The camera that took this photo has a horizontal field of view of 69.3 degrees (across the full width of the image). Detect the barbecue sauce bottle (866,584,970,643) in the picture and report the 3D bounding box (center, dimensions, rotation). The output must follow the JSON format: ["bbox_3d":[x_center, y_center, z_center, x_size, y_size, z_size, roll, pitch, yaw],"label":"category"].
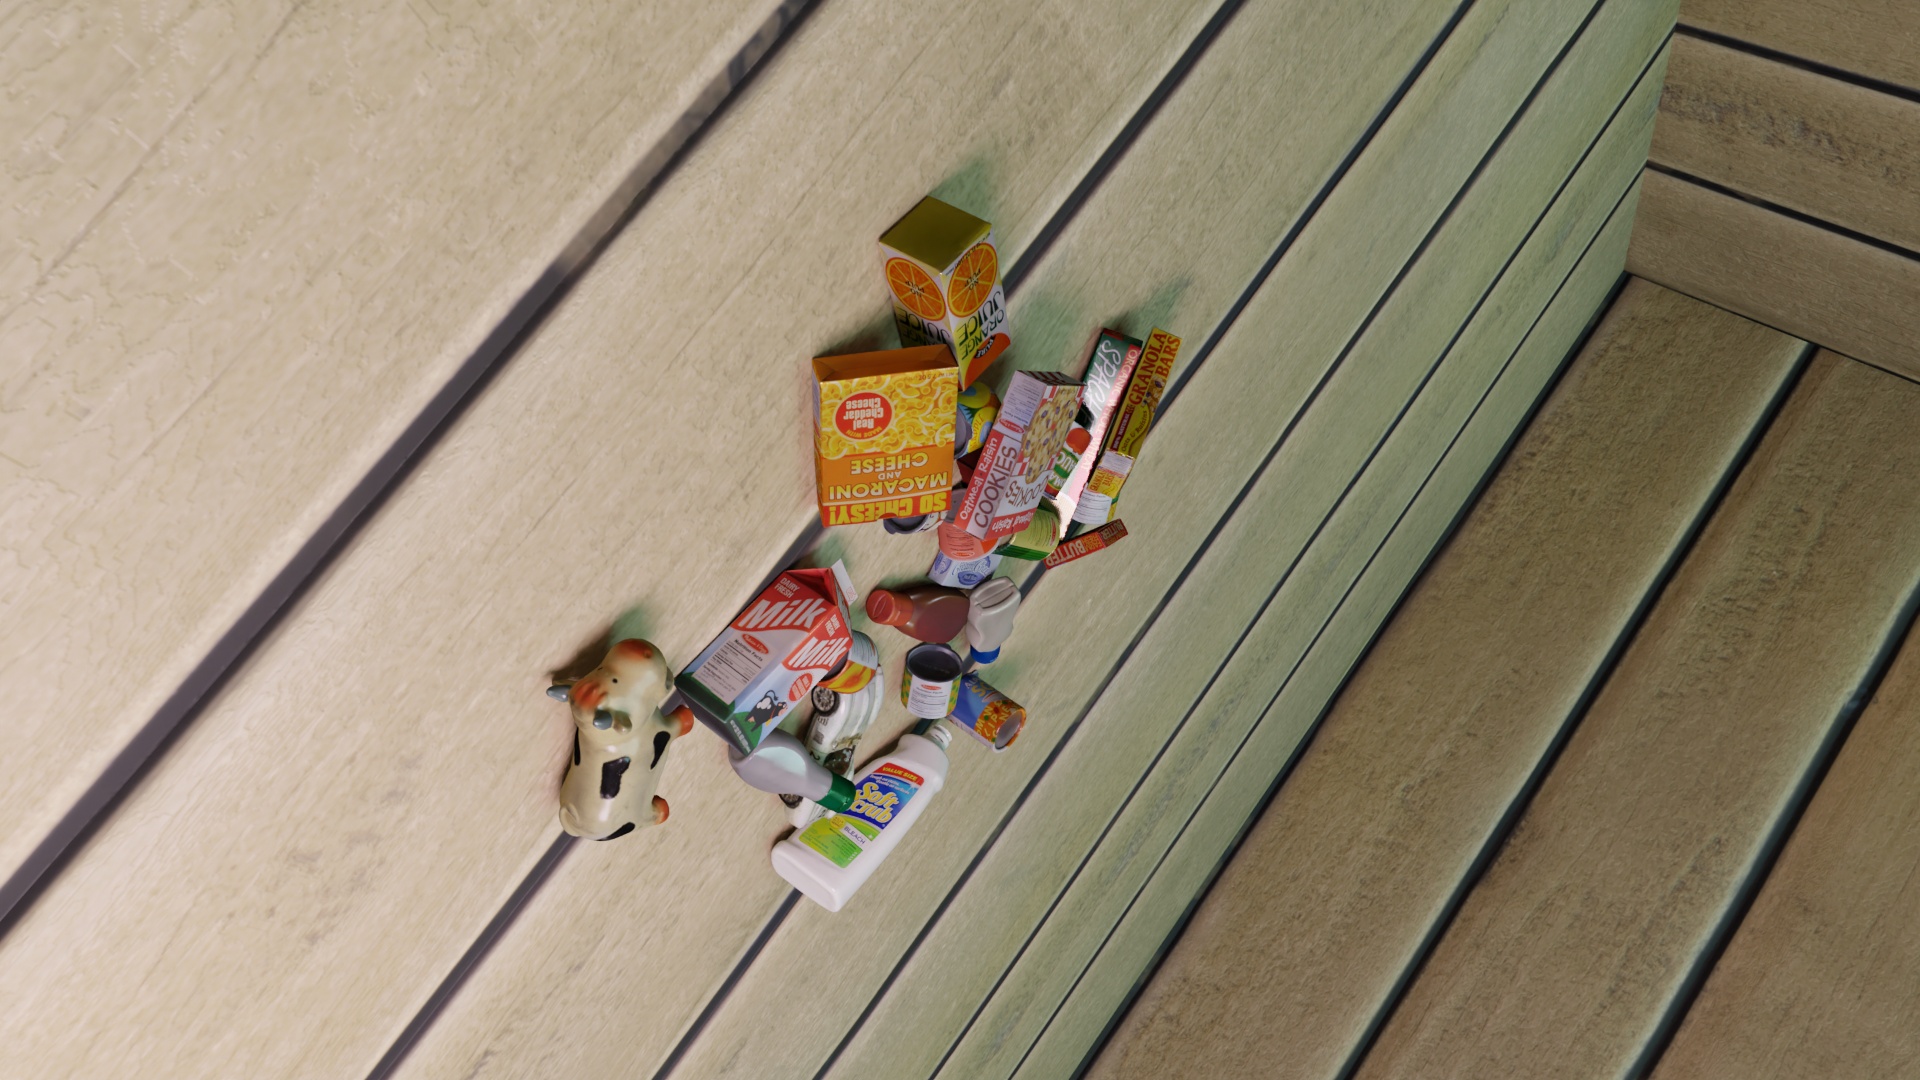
[{"bbox_3d":[-0.047,0.077,1.504,0.148,0.044,0.064,13,107,-60],"label":"barbecue sauce bottle"}]

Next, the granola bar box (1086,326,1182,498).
[{"bbox_3d":[0.200,-0.144,1.594,0.123,0.039,0.166,106,6,-70],"label":"granola bar box"}]

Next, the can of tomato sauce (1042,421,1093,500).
[{"bbox_3d":[0.100,-0.096,1.539,0.083,0.071,0.071,-58,152,-2],"label":"can of tomato sauce"}]

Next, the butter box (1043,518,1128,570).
[{"bbox_3d":[0.152,0.005,1.705,0.103,0.024,0.053,-24,-178,46],"label":"butter box"}]

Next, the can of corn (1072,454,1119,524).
[{"bbox_3d":[0.160,-0.062,1.675,0.071,0.071,0.058,-28,140,-43],"label":"can of corn"}]

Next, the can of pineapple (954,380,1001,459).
[{"bbox_3d":[0.002,-0.118,1.363,0.058,0.071,0.070,-29,140,-44],"label":"can of pineapple"}]

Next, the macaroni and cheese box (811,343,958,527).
[{"bbox_3d":[-0.068,-0.091,1.248,0.124,0.040,0.165,-8,132,-13],"label":"macaroni and cheese box"}]

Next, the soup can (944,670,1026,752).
[{"bbox_3d":[0.031,0.211,1.716,0.072,0.084,0.071,-38,145,-33],"label":"soup can"}]

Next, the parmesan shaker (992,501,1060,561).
[{"bbox_3d":[0.060,-0.016,1.562,0.103,0.071,0.071,12,108,-59],"label":"parmesan shaker"}]

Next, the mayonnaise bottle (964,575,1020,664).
[{"bbox_3d":[0.033,0.098,1.627,0.065,0.041,0.147,-27,155,-19],"label":"mayonnaise bottle"}]

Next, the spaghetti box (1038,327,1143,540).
[{"bbox_3d":[0.141,-0.120,1.596,0.029,0.050,0.249,-67,179,-71],"label":"spaghetti box"}]

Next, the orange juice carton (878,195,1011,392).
[{"bbox_3d":[-0.009,-0.207,1.255,0.072,0.073,0.191,-47,150,-23],"label":"orange juice carton"}]

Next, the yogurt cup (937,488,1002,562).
[{"bbox_3d":[0.005,-0.018,1.474,0.073,0.072,0.053,-43,140,-26],"label":"yogurt cup"}]

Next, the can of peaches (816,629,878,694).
[{"bbox_3d":[-0.126,0.119,1.396,0.071,0.071,0.058,-58,152,-1],"label":"can of peaches"}]

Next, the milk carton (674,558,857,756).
[{"bbox_3d":[-0.168,0.100,1.302,0.191,0.073,0.072,-47,150,-21],"label":"milk carton"}]

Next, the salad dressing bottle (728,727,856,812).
[{"bbox_3d":[-0.168,0.235,1.409,0.064,0.044,0.147,-45,129,10],"label":"salad dressing bottle"}]

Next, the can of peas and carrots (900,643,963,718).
[{"bbox_3d":[-0.033,0.159,1.585,0.071,0.071,0.058,-29,141,-42],"label":"can of peas and carrots"}]

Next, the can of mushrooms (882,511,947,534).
[{"bbox_3d":[-0.047,-0.038,1.368,0.033,0.071,0.070,-8,124,-56],"label":"can of mushrooms"}]

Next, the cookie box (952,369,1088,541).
[{"bbox_3d":[0.062,-0.085,1.388,0.123,0.040,0.167,-13,128,-66],"label":"cookie box"}]

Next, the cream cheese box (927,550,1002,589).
[{"bbox_3d":[0.007,0.026,1.559,0.104,0.024,0.053,10,107,-60],"label":"cream cheese box"}]
